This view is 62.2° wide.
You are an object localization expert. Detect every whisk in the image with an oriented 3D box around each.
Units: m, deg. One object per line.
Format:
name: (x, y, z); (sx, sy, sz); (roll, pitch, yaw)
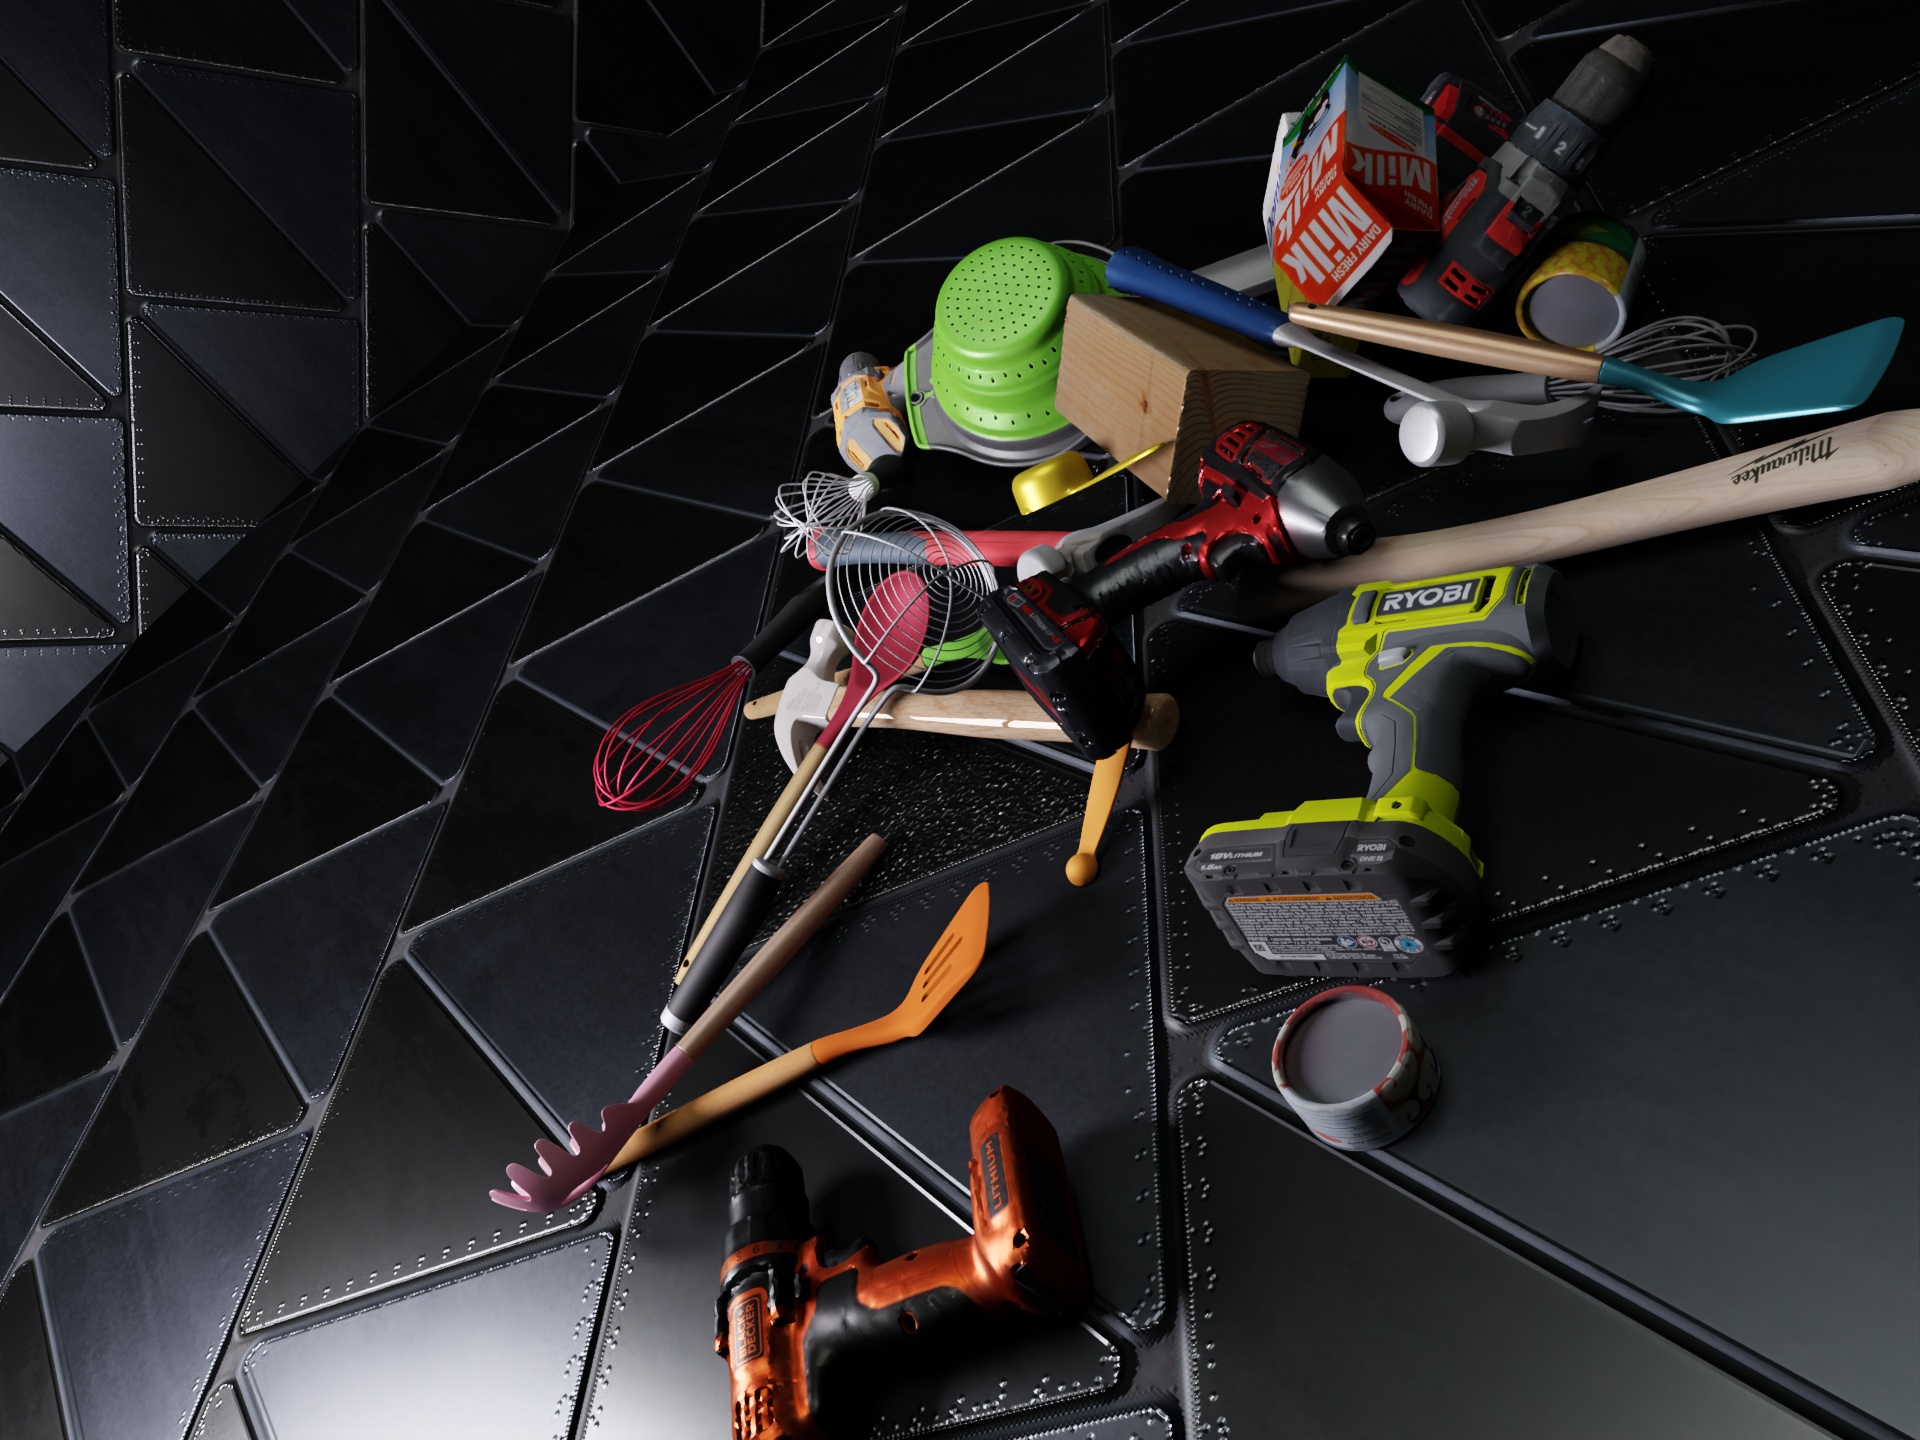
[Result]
whisk: (-0.178, -0.029, 1.220); (0.073, 0.073, 0.296); (-5, 33, 42)
whisk: (0.351, -0.200, 0.941); (0.239, 0.055, 0.055); (3, 52, 52)
whisk: (-0.086, -0.181, 1.265); (0.070, 0.070, 0.285); (-27, 11, 19)

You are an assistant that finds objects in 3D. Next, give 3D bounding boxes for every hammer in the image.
hammer: (0.006, -0.134, 1.191); (0.143, 0.038, 0.386); (-27, 20, -28)
hammer: (0.219, -0.239, 1.000); (0.144, 0.035, 0.406); (-8, 30, -26)
hammer: (-0.002, -0.003, 1.049); (0.331, 0.031, 0.130); (4, 66, 42)
hammer: (0.335, -0.099, 0.845); (0.411, 0.038, 0.146); (-11, 44, 37)

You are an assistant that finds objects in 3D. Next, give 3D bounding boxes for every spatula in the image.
spatula: (-0.107, 0.196, 0.922); (0.322, 0.041, 0.081); (-30, 22, 17)
spatula: (0.324, -0.205, 0.861); (0.318, 0.044, 0.082); (20, 54, 31)

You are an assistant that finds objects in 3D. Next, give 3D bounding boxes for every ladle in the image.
ladle: (-0.104, 0.041, 1.065); (0.069, 0.031, 0.315); (25, 82, 46)

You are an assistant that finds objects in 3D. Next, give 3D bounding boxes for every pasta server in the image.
pasta server: (-0.155, 0.178, 0.967); (0.316, 0.040, 0.060); (-47, -7, -25)

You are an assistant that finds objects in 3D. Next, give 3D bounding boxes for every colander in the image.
colander: (0.121, -0.333, 1.232); (0.397, 0.094, 0.205); (-16, 64, 18)

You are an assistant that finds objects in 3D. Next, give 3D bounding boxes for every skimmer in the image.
skimmer: (-0.094, 0.034, 1.023); (0.363, 0.127, 0.090); (-58, 20, 7)

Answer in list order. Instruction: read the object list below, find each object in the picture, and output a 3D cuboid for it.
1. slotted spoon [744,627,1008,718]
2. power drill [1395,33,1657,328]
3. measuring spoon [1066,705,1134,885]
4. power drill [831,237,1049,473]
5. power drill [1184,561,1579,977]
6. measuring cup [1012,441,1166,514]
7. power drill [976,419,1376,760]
slotted spoon: (-0.042, -0.041, 1.155); (0.314, 0.031, 0.070); (-15, 40, 35)
power drill: (0.342, -0.355, 1.019); (0.188, 0.080, 0.227); (-53, 14, 24)
measuring spoon: (0.081, 0.040, 0.923); (0.021, 0.011, 0.117); (1, 66, 40)
power drill: (-0.023, -0.334, 1.443); (0.226, 0.084, 0.186); (-35, 31, 15)
power drill: (0.204, 0.017, 0.803); (0.171, 0.080, 0.223); (-7, 41, 39)
measuring cup: (0.086, -0.174, 1.068); (0.062, 0.029, 0.156); (-30, 7, -28)
power drill: (0.131, -0.083, 0.928); (0.219, 0.078, 0.143); (-36, 34, -2)
